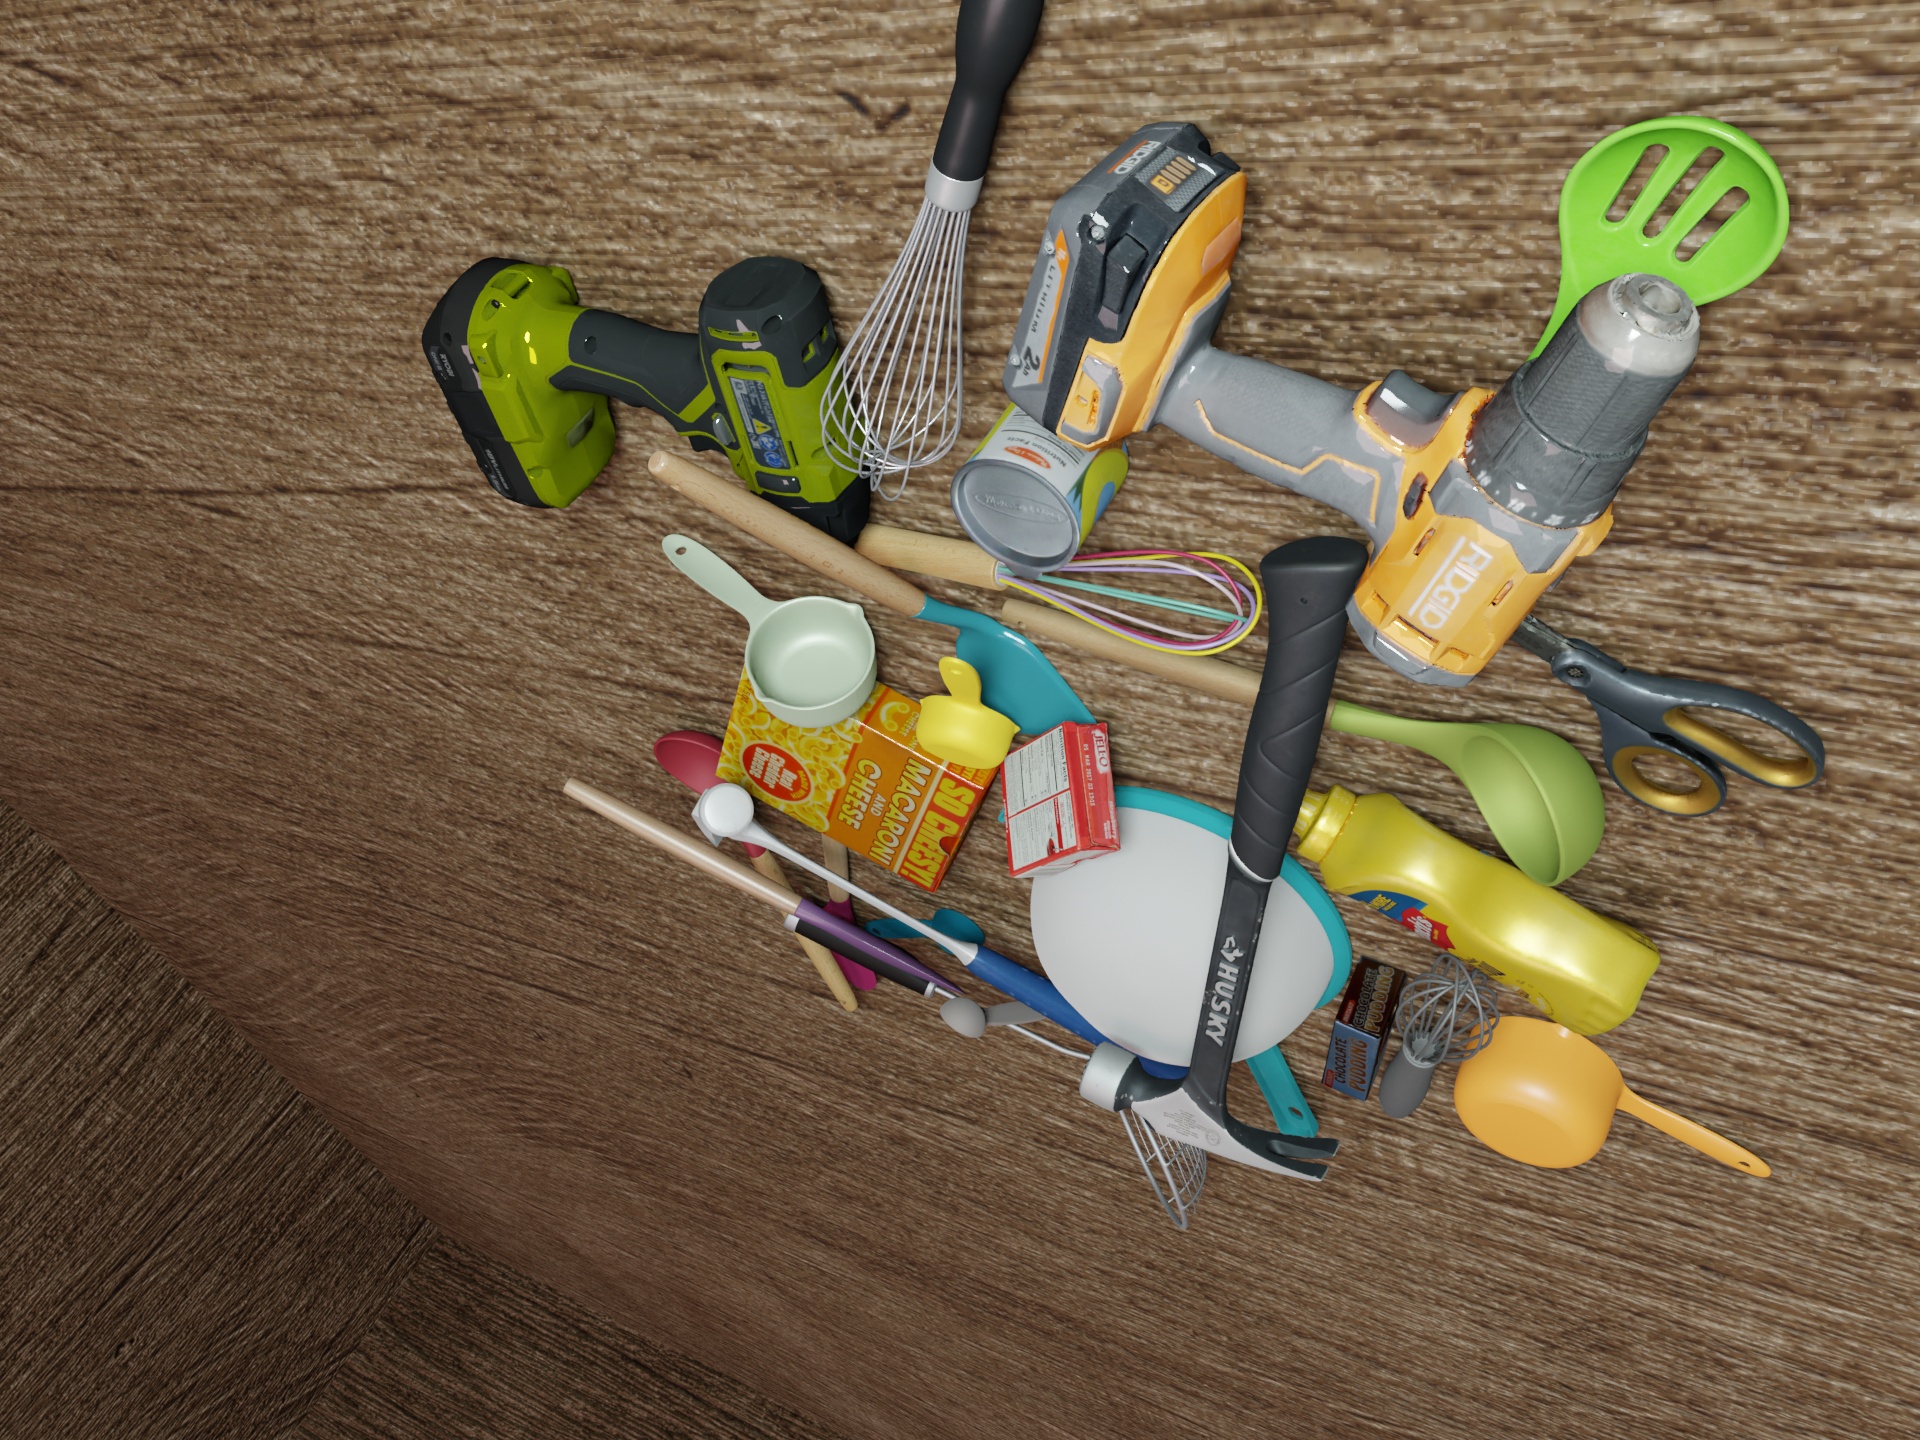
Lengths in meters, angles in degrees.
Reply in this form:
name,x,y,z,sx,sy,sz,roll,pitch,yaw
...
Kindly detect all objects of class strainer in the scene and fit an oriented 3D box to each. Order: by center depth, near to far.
name,x,y,z,sx,sy,sz,roll,pitch,yaw
strainer,0.148,0.190,0.998,0.211,0.095,0.340,1,134,40

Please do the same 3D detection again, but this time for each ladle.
name,x,y,z,sx,sy,sz,roll,pitch,yaw
ladle,0.154,-0.002,0.783,0.320,0.062,0.078,20,151,25
ladle,-0.143,0.118,1.209,0.069,0.031,0.315,0,132,31

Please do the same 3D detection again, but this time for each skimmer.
name,x,y,z,sx,sy,sz,roll,pitch,yaw
skimmer,0.020,0.250,1.174,0.363,0.090,0.127,26,167,6

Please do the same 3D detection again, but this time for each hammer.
name,x,y,z,sx,sy,sz,roll,pitch,yaw
hammer,0.149,0.086,0.799,0.149,0.036,0.408,22,132,21
hammer,-0.003,0.154,1.093,0.405,0.035,0.144,30,169,-9

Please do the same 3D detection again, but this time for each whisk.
name,x,y,z,sx,sy,sz,roll,pitch,yaw
whisk,-0.010,-0.202,0.673,0.070,0.070,0.284,30,142,6
whisk,0.042,-0.075,0.806,0.245,0.051,0.047,15,106,34
whisk,0.271,0.195,0.927,0.055,0.055,0.238,23,156,17

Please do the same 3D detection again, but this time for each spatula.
name,x,y,z,sx,sy,sz,roll,pitch,yaw
spatula,-0.041,-0.059,0.823,0.082,0.044,0.317,3,164,41
spatula,-0.137,0.119,1.118,0.316,0.018,0.060,28,172,-1

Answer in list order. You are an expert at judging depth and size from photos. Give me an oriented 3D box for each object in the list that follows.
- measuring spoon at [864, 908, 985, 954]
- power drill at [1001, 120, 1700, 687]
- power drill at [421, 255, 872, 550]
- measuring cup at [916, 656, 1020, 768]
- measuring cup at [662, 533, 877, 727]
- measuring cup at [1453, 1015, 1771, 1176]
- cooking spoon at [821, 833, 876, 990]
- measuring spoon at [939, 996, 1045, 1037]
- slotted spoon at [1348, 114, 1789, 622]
name,x,y,z,sx,sy,sz,roll,pitch,yaw
measuring spoon,-0.034,0.162,1.190,0.128,0.021,0.042,-9,128,47
power drill,0.138,-0.129,0.585,0.226,0.084,0.185,36,149,11
power drill,-0.155,-0.160,0.831,0.223,0.080,0.171,13,141,25
measuring cup,-0.001,-0.003,0.881,0.062,0.029,0.156,16,168,7
measuring cup,-0.119,-0.057,0.953,0.168,0.083,0.038,38,161,23
measuring cup,0.366,0.234,0.903,0.174,0.052,0.095,25,146,18
cooking spoon,-0.091,0.116,1.183,0.069,0.017,0.318,32,149,22
measuring spoon,0.032,0.204,1.134,0.034,0.124,0.018,41,111,33
slotted spoon,0.206,-0.113,0.620,0.070,0.031,0.313,32,149,3
